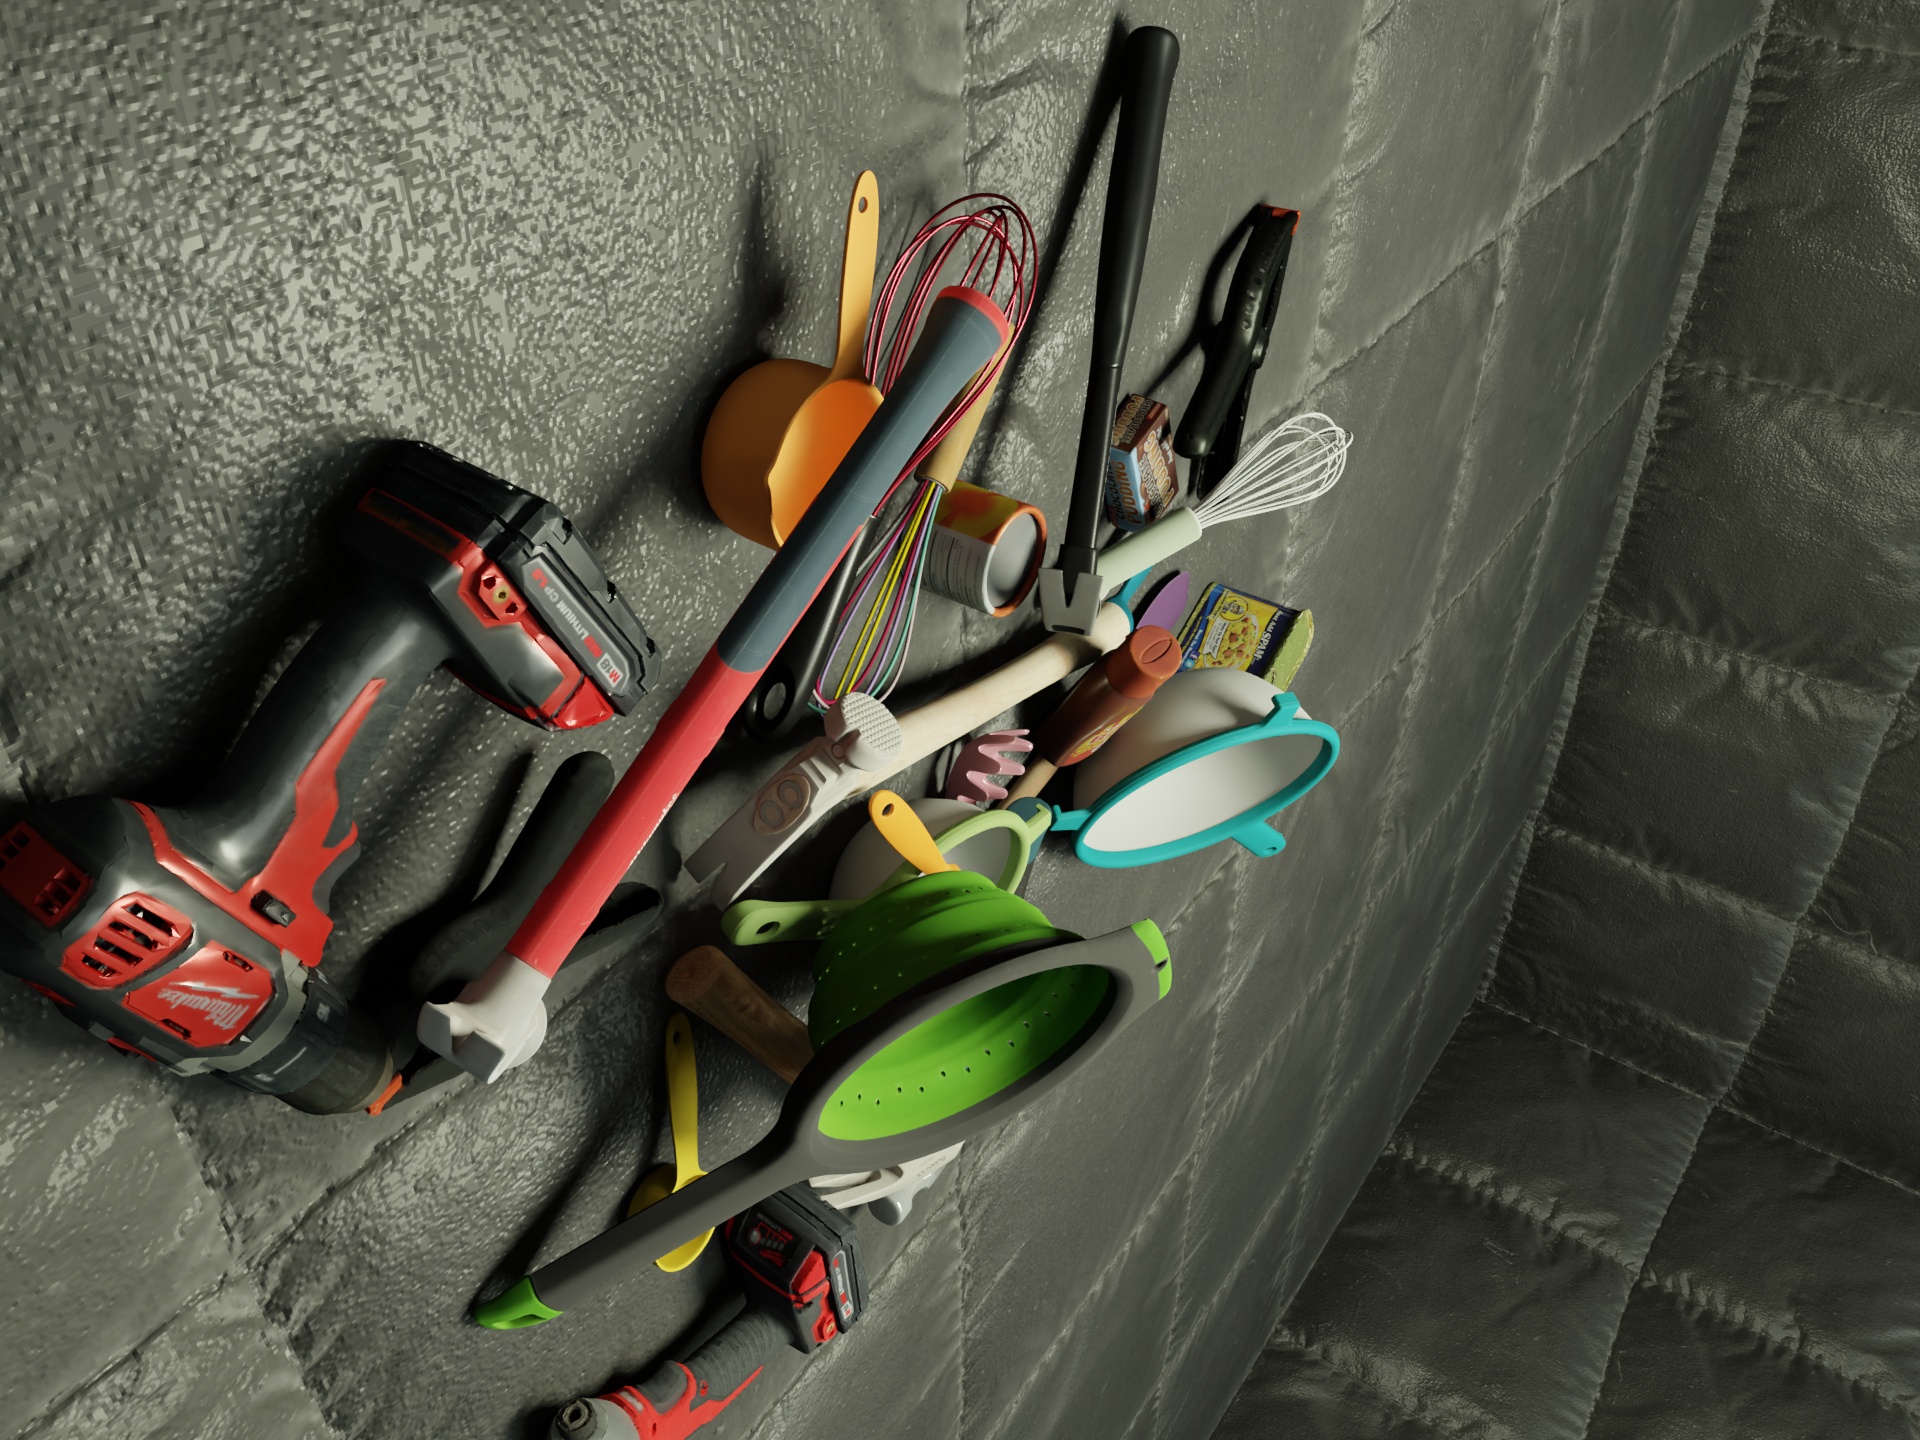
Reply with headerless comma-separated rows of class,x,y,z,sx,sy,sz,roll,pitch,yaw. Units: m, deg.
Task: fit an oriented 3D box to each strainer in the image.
strainer,0.192,0.038,1.243,0.211,0.095,0.340,-28,156,15
strainer,-0.061,0.094,0.904,0.256,0.069,0.151,7,120,-58

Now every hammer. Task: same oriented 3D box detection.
hammer,-0.082,0.216,0.955,0.130,0.031,0.331,-36,141,0
hammer,0.008,0.196,1.097,0.128,0.033,0.330,-39,149,-54
hammer,-0.001,-0.003,0.940,0.146,0.038,0.410,-43,173,30
hammer,-0.087,-0.030,0.641,0.386,0.038,0.143,-58,-176,-16
hammer,0.084,-0.214,0.891,0.146,0.035,0.335,-32,130,-83

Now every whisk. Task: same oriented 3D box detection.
whisk,-0.041,-0.122,0.790,0.073,0.073,0.296,12,105,-62
whisk,0.160,-0.137,1.065,0.246,0.059,0.057,-30,113,-11
whisk,-0.026,-0.107,0.850,0.245,0.051,0.047,-67,161,-10

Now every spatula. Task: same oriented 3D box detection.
spatula,0.090,-0.005,1.152,0.316,0.018,0.059,-50,153,-32

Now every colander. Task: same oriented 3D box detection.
colander,-0.083,0.185,0.836,0.397,0.095,0.204,-29,150,-3

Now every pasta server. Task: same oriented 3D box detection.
pasta server,-0.013,0.145,1.060,0.060,0.040,0.316,-31,138,-61

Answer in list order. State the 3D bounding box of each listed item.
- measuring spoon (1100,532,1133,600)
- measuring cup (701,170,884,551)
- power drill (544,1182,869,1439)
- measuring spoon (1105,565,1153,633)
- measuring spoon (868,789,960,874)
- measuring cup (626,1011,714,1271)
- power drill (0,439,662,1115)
measuring spoon,0.116,-0.133,1.112,0.124,0.018,0.034,-57,164,-32
measuring cup,-0.071,-0.160,0.714,0.095,0.052,0.173,-21,126,-54
power drill,-0.156,0.383,0.952,0.220,0.079,0.143,-43,144,-34
measuring spoon,0.135,-0.100,1.155,0.129,0.021,0.042,-56,151,-17
measuring spoon,-0.022,0.067,0.845,0.021,0.011,0.116,-49,145,-10
measuring cup,-0.163,0.231,0.885,0.062,0.029,0.156,-22,118,-55
power drill,-0.214,0.033,0.582,0.227,0.080,0.187,-53,150,-19
